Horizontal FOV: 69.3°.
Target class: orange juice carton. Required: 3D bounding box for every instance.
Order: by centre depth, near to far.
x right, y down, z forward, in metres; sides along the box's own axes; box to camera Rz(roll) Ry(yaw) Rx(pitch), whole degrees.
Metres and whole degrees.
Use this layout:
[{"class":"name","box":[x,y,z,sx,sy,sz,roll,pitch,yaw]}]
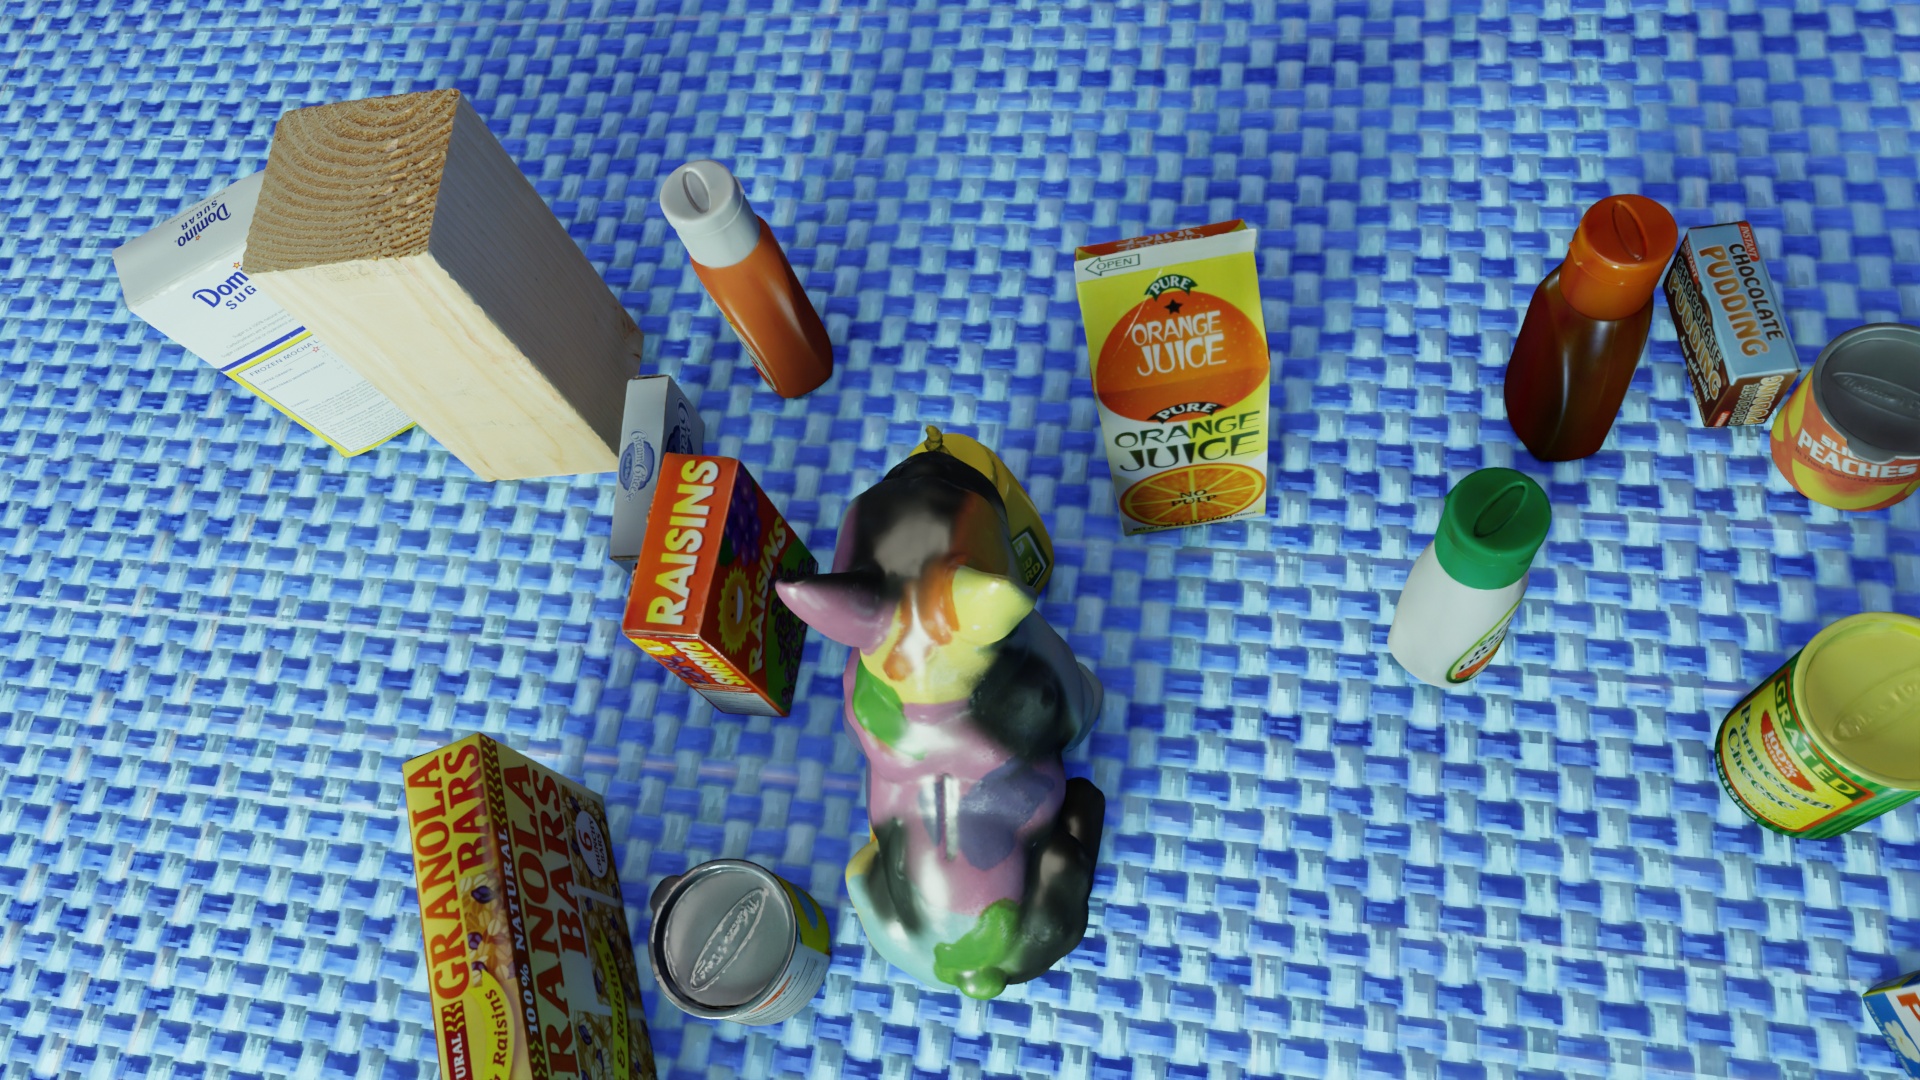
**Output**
[{"class":"orange juice carton","box":[0.095,-0.075,0.610,0.072,0.192,0.073,-9,66,8]}]

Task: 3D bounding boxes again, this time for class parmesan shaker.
[{"class":"parmesan shaker","box":[0.346,0.078,0.542,0.071,0.102,0.071,-4,66,10]}]

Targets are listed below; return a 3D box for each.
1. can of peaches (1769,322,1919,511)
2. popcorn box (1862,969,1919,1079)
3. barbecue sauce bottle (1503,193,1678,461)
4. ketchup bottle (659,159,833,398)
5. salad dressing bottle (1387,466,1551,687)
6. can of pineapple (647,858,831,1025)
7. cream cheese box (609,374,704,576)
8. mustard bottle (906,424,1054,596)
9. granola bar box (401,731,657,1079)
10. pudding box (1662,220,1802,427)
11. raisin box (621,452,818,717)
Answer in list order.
[{"class":"can of peaches","box":[0.401,-0.051,0.613,0.071,0.058,0.071,-4,66,10]},{"class":"popcorn box","box":[0.385,0.210,0.487,0.038,0.085,0.127,-23,65,1]},{"class":"barbecue sauce bottle","box":[0.273,-0.092,0.606,0.043,0.148,0.065,-10,66,8]},{"class":"ketchup bottle","box":[-0.106,-0.132,0.699,0.043,0.148,0.065,-27,65,-1]},{"class":"salad dressing bottle","box":[0.209,0.017,0.572,0.064,0.147,0.044,-45,66,-9]},{"class":"can of pineapple","box":[-0.097,0.177,0.613,0.071,0.057,0.071,-4,66,10]},{"class":"cream cheese box","box":[-0.155,-0.028,0.716,0.024,0.053,0.104,-4,66,10]},{"class":"mustard bottle","box":[0.002,-0.008,0.617,0.065,0.159,0.049,-39,65,-6]},{"class":"granola bar box","box":[-0.180,0.179,0.592,0.039,0.124,0.166,-20,65,3]},{"class":"pudding box","box":[0.358,-0.100,0.647,0.030,0.049,0.084,-6,66,9]},{"class":"raisin box","box":[-0.108,0.024,0.646,0.040,0.123,0.086,4,68,13]}]
